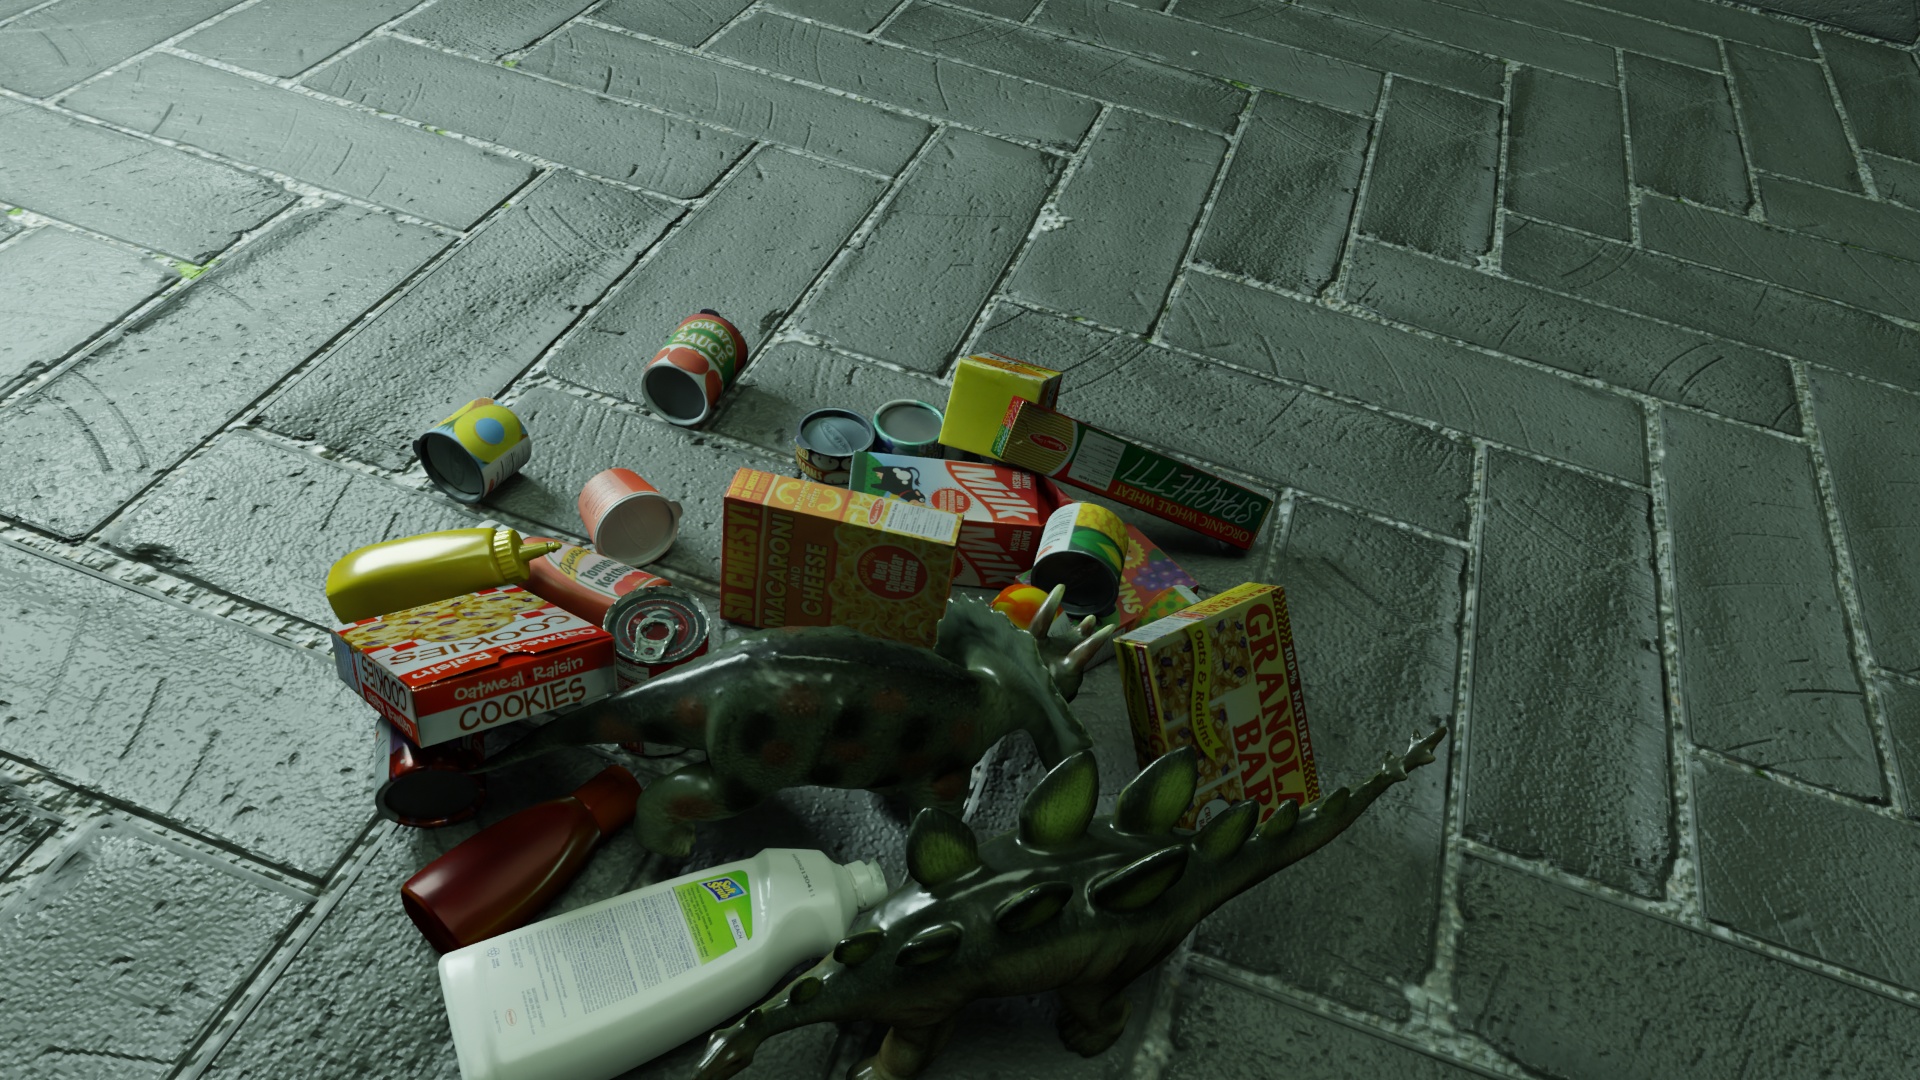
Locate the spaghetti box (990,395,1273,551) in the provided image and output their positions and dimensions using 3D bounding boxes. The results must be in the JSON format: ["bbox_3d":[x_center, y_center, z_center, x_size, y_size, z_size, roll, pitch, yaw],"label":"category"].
[{"bbox_3d":[0.142,-0.052,1.125,0.250,0.050,0.029,19,9,-24],"label":"spaghetti box"}]

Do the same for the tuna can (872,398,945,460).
[{"bbox_3d":[-0.044,-0.090,1.210,0.071,0.032,0.071,5,42,-5],"label":"tuna can"}]

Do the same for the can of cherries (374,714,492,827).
[{"bbox_3d":[-0.333,0.140,0.882,0.071,0.071,0.058,-6,45,-17],"label":"can of cherries"}]

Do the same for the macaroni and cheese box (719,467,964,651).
[{"bbox_3d":[-0.089,0.020,1.016,0.166,0.123,0.040,13,40,3],"label":"macaroni and cheese box"}]

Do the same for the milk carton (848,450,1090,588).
[{"bbox_3d":[0.004,-0.014,1.108,0.191,0.072,0.074,6,42,-5],"label":"milk carton"}]

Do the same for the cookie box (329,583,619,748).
[{"bbox_3d":[-0.308,0.073,0.875,0.123,0.040,0.167,-15,19,-36],"label":"cookie box"}]

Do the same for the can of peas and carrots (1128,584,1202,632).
[{"bbox_3d":[0.167,0.078,1.048,0.071,0.070,0.059,-24,52,-32],"label":"can of peas and carrots"}]

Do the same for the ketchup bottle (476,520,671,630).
[{"bbox_3d":[-0.292,0.028,1.026,0.149,0.043,0.065,21,25,12],"label":"ketchup bottle"}]

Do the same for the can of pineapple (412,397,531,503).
[{"bbox_3d":[-0.385,-0.073,1.099,0.071,0.070,0.058,24,43,15],"label":"can of pineapple"}]

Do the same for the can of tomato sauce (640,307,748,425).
[{"bbox_3d":[-0.232,-0.151,1.211,0.071,0.070,0.083,17,43,7],"label":"can of tomato sauce"}]

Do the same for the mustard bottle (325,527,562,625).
[{"bbox_3d":[-0.359,0.023,0.982,0.160,0.065,0.049,-14,43,-3],"label":"mustard bottle"}]

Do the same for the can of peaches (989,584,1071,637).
[{"bbox_3d":[0.039,0.073,1.026,0.071,0.070,0.058,29,45,19],"label":"can of peaches"}]

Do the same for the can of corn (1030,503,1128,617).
[{"bbox_3d":[0.092,0.016,1.042,0.071,0.070,0.058,15,43,5],"label":"can of corn"}]

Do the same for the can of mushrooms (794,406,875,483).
[{"bbox_3d":[-0.110,-0.081,1.187,0.071,0.033,0.071,6,43,-6],"label":"can of mushrooms"}]

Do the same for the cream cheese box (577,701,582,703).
[{"bbox_3d":[-0.315,0.086,0.974,0.104,0.024,0.053,3,41,-8],"label":"cream cheese box"}]

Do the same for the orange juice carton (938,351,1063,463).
[{"bbox_3d":[0.040,-0.117,1.195,0.072,0.073,0.193,16,12,7],"label":"orange juice carton"}]

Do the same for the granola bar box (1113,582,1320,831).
[{"bbox_3d":[0.175,0.125,0.935,0.124,0.165,0.039,-19,13,-29],"label":"granola bar box"}]

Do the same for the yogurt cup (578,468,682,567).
[{"bbox_3d":[-0.259,-0.020,1.071,0.072,0.072,0.054,-19,42,-28],"label":"yogurt cup"}]

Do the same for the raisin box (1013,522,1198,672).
[{"bbox_3d":[0.113,0.044,1.092,0.124,0.039,0.086,-25,52,-30],"label":"raisin box"}]

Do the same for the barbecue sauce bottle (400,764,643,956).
[{"bbox_3d":[-0.263,0.193,0.856,0.065,0.043,0.149,35,47,23],"label":"barbecue sauce bottle"}]
